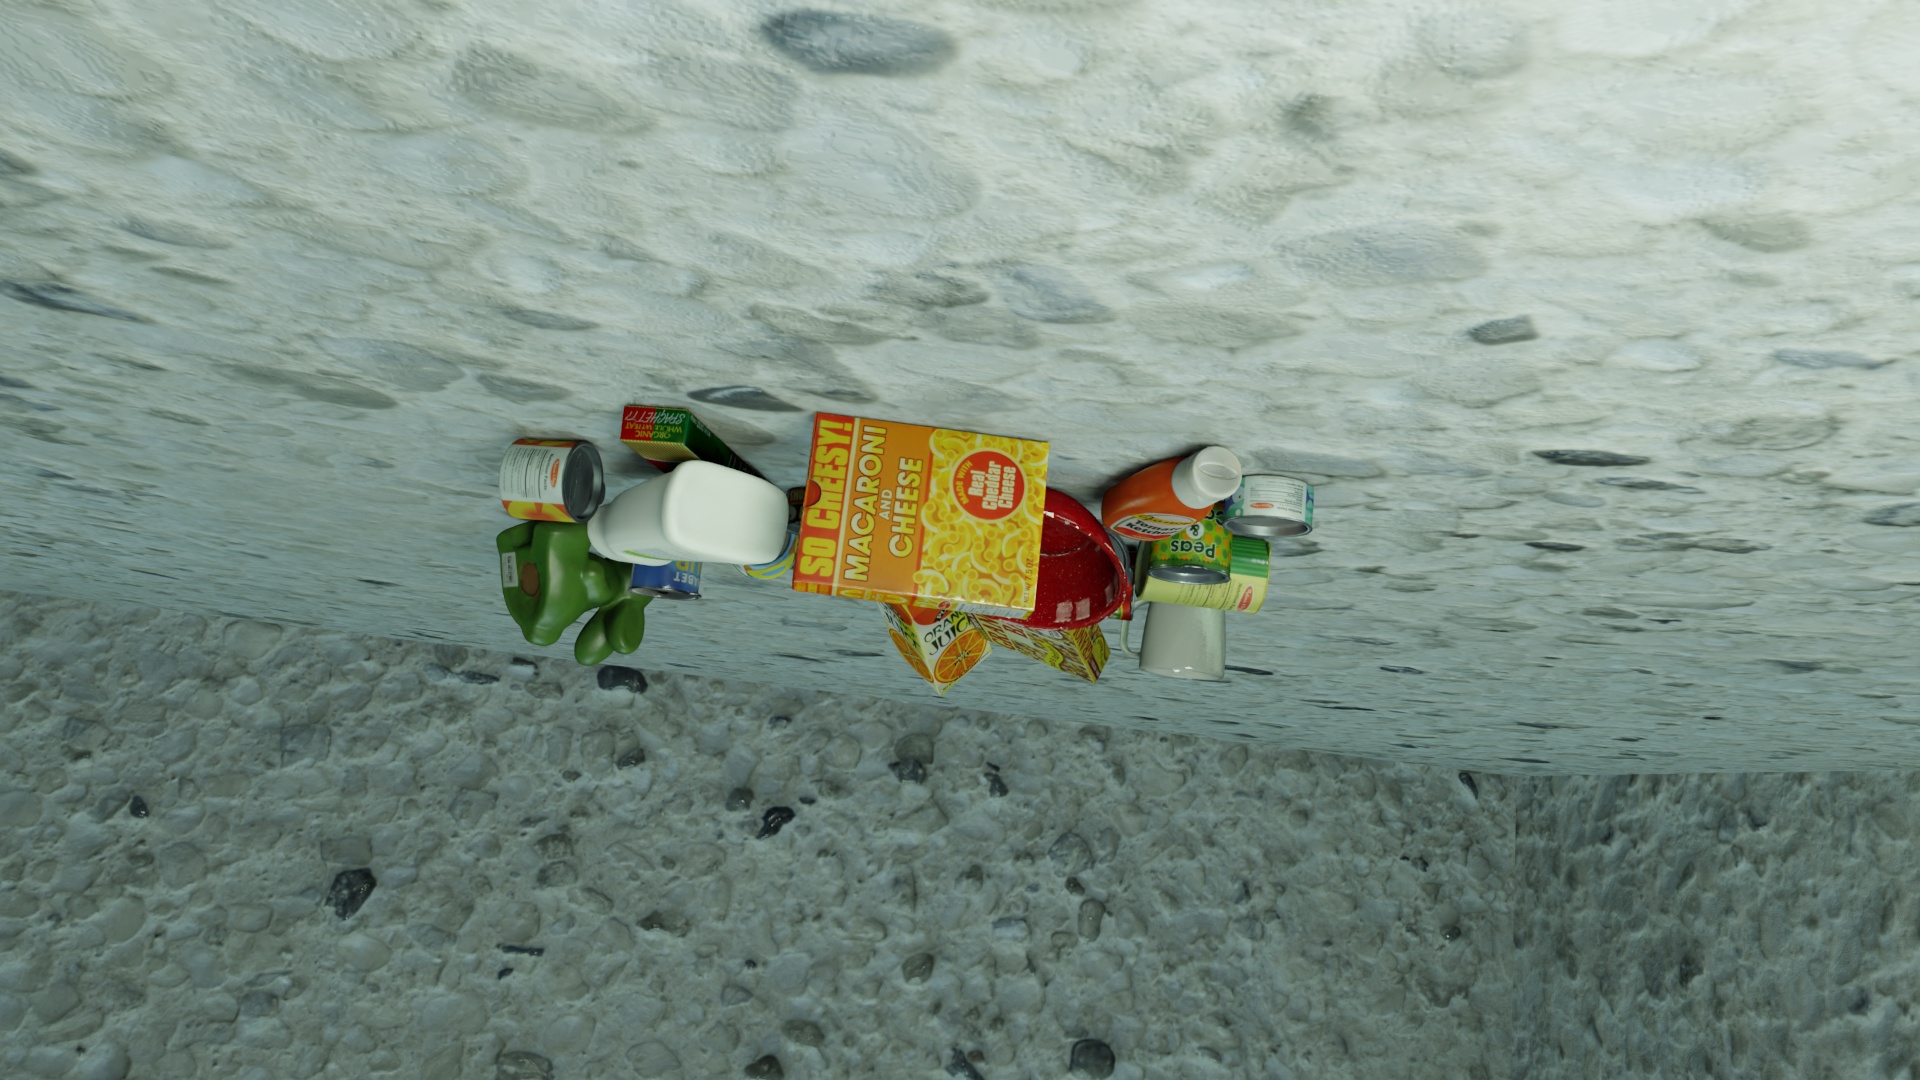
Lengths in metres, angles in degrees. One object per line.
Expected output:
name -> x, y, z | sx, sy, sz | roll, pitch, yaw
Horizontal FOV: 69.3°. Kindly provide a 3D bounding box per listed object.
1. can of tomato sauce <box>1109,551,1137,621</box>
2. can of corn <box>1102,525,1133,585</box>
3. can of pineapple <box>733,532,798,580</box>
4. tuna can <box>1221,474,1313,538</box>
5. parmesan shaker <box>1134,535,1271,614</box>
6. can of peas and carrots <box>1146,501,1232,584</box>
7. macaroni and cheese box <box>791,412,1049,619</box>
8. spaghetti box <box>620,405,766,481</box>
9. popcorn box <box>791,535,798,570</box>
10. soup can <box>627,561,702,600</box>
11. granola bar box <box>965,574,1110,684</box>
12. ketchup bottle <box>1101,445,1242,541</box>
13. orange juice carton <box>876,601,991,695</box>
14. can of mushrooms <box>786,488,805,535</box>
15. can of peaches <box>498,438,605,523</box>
can of tomato sauce -> 0.123, 0.041, 1.310 | 0.083, 0.071, 0.071 | 5, 168, 9
can of corn -> 0.114, 0.024, 1.236 | 0.071, 0.071, 0.058 | 7, 169, -5
can of pineapple -> -0.181, -0.001, 1.275 | 0.071, 0.071, 0.057 | 7, 168, -3
tuna can -> 0.228, -0.024, 1.030 | 0.071, 0.033, 0.071 | 6, 168, 1
parmesan shaker -> 0.207, 0.022, 1.195 | 0.103, 0.071, 0.071 | 8, 168, -4
can of peas and carrots -> 0.184, 0.000, 1.108 | 0.071, 0.059, 0.071 | 6, 167, 1
macaroni and cheese box -> -0.027, -0.017, 0.969 | 0.166, 0.124, 0.040 | 7, 165, -5
spaghetti box -> -0.200, -0.056, 1.106 | 0.050, 0.029, 0.249 | 5, 168, 10
popcorn box -> -0.126, 0.007, 1.350 | 0.126, 0.038, 0.085 | -2, 165, 35
soup can -> -0.278, 0.012, 1.337 | 0.071, 0.084, 0.071 | 6, 168, 1
granola bar box -> 0.063, 0.069, 1.261 | 0.124, 0.039, 0.165 | 21, 164, 22
ketchup bottle -> 0.154, -0.034, 0.997 | 0.065, 0.043, 0.148 | 9, 167, -13
orange juice carton -> -0.031, 0.060, 1.327 | 0.073, 0.072, 0.191 | 41, 161, 32
can of mushrooms -> -0.122, -0.023, 1.215 | 0.071, 0.033, 0.071 | 6, 169, 1
can of peaches -> -0.328, -0.048, 1.117 | 0.058, 0.071, 0.071 | 4, 168, 13
